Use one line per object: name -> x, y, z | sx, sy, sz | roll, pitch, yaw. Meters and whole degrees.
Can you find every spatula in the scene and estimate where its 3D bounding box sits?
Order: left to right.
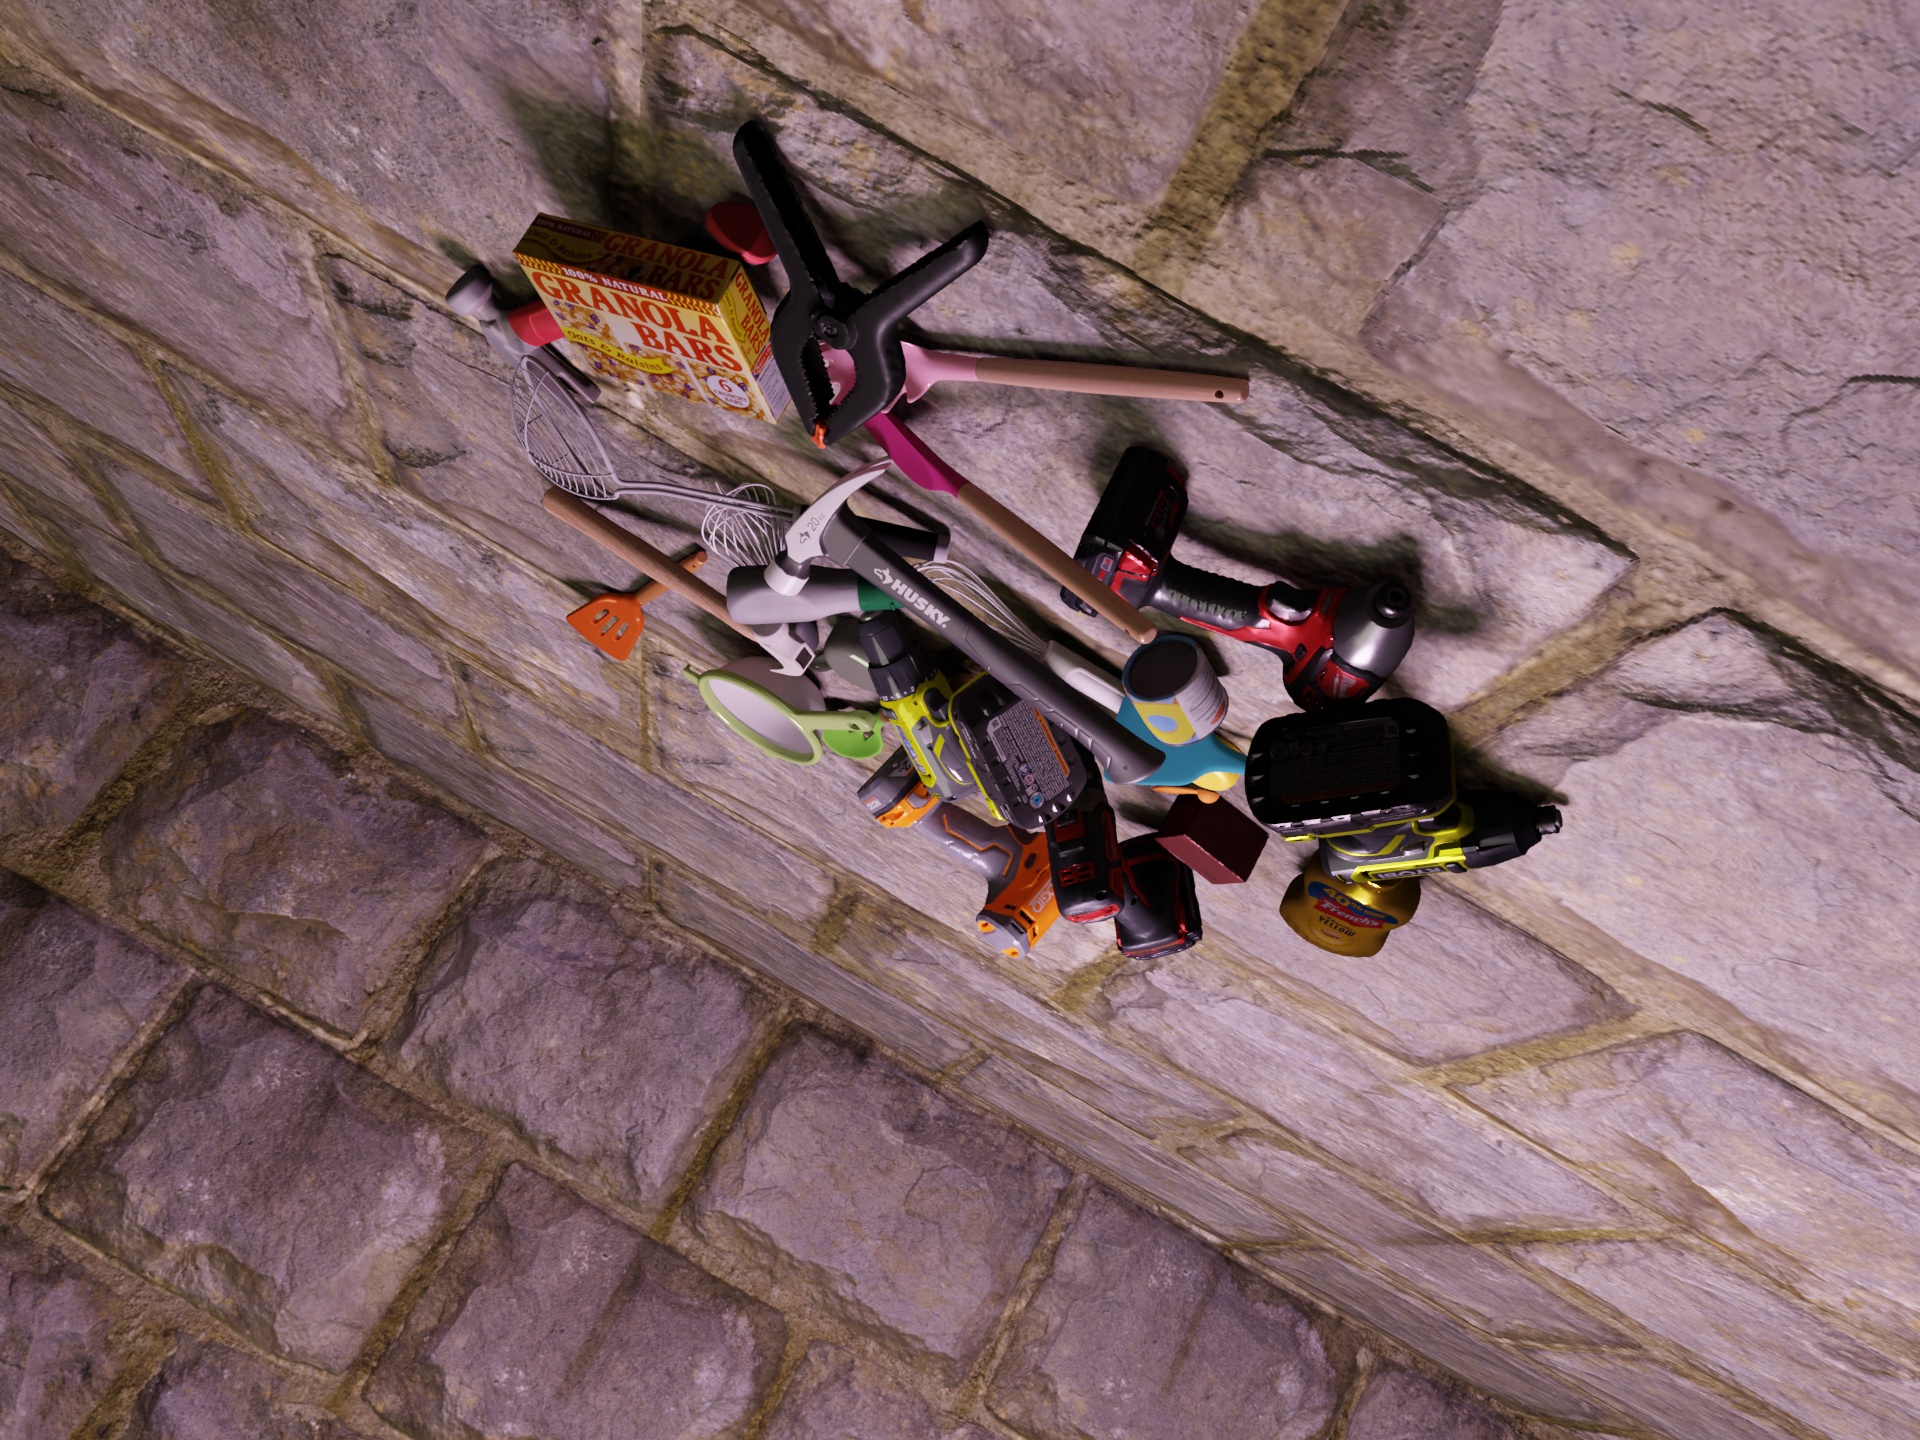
spatula -> -0.325, -0.125, 1.639 | 0.081, 0.041, 0.322 | 39, 156, -18
spatula -> 0.273, 0.052, 1.252 | 0.317, 0.082, 0.044 | 17, -177, 19

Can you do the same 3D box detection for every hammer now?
hammer -> -0.237, -0.298, 1.151 | 0.386, 0.038, 0.143 | 2, 146, 50
hammer -> -0.267, -0.134, 1.483 | 0.331, 0.031, 0.130 | 32, 170, 24
hammer -> 0.018, -0.063, 1.212 | 0.334, 0.035, 0.146 | 37, 124, -5

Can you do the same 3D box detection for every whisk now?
whisk -> -0.167, -0.128, 1.420 | 0.070, 0.070, 0.284 | 23, 162, 18
whisk -> 0.062, -0.058, 1.286 | 0.246, 0.059, 0.057 | 30, 125, -11

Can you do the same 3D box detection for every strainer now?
strainer -> -0.159, -0.022, 1.613 | 0.256, 0.069, 0.151 | 3, 143, 48

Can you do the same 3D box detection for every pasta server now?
pasta server -> 0.031, -0.214, 0.993 | 0.316, 0.040, 0.060 | 13, 135, 34

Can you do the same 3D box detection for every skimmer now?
skimmer -> -0.181, -0.200, 1.251 | 0.363, 0.090, 0.127 | 12, 158, -1

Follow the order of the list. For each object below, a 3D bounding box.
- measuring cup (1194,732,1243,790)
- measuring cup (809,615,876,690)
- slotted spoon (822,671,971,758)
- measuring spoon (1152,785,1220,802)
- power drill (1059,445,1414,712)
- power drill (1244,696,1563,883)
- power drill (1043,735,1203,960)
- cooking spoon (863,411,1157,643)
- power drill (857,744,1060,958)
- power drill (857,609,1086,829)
measuring cup -> 0.248, 0.054, 1.309 | 0.157, 0.029, 0.062 | 24, 158, 23
measuring cup -> -0.115, -0.053, 1.529 | 0.083, 0.038, 0.167 | 38, 155, -20
slotted spoon -> -0.062, -0.009, 1.579 | 0.070, 0.031, 0.314 | 36, 156, -15
measuring spoon -> 0.196, 0.065, 1.398 | 0.021, 0.011, 0.117 | 14, 175, -17
power drill -> 0.185, -0.084, 1.035 | 0.219, 0.078, 0.143 | 26, 158, 4
power drill -> 0.308, 0.058, 1.106 | 0.171, 0.080, 0.223 | -11, 157, 32
power drill -> 0.137, 0.110, 1.435 | 0.080, 0.188, 0.226 | -18, 151, 21
cooking spoon -> 0.020, -0.140, 1.058 | 0.319, 0.017, 0.068 | 43, 167, 35
power drill -> 0.029, 0.099, 1.557 | 0.226, 0.164, 0.084 | 46, 157, -5
power drill -> -0.002, -0.004, 1.366 | 0.229, 0.080, 0.190 | 20, 141, 61
